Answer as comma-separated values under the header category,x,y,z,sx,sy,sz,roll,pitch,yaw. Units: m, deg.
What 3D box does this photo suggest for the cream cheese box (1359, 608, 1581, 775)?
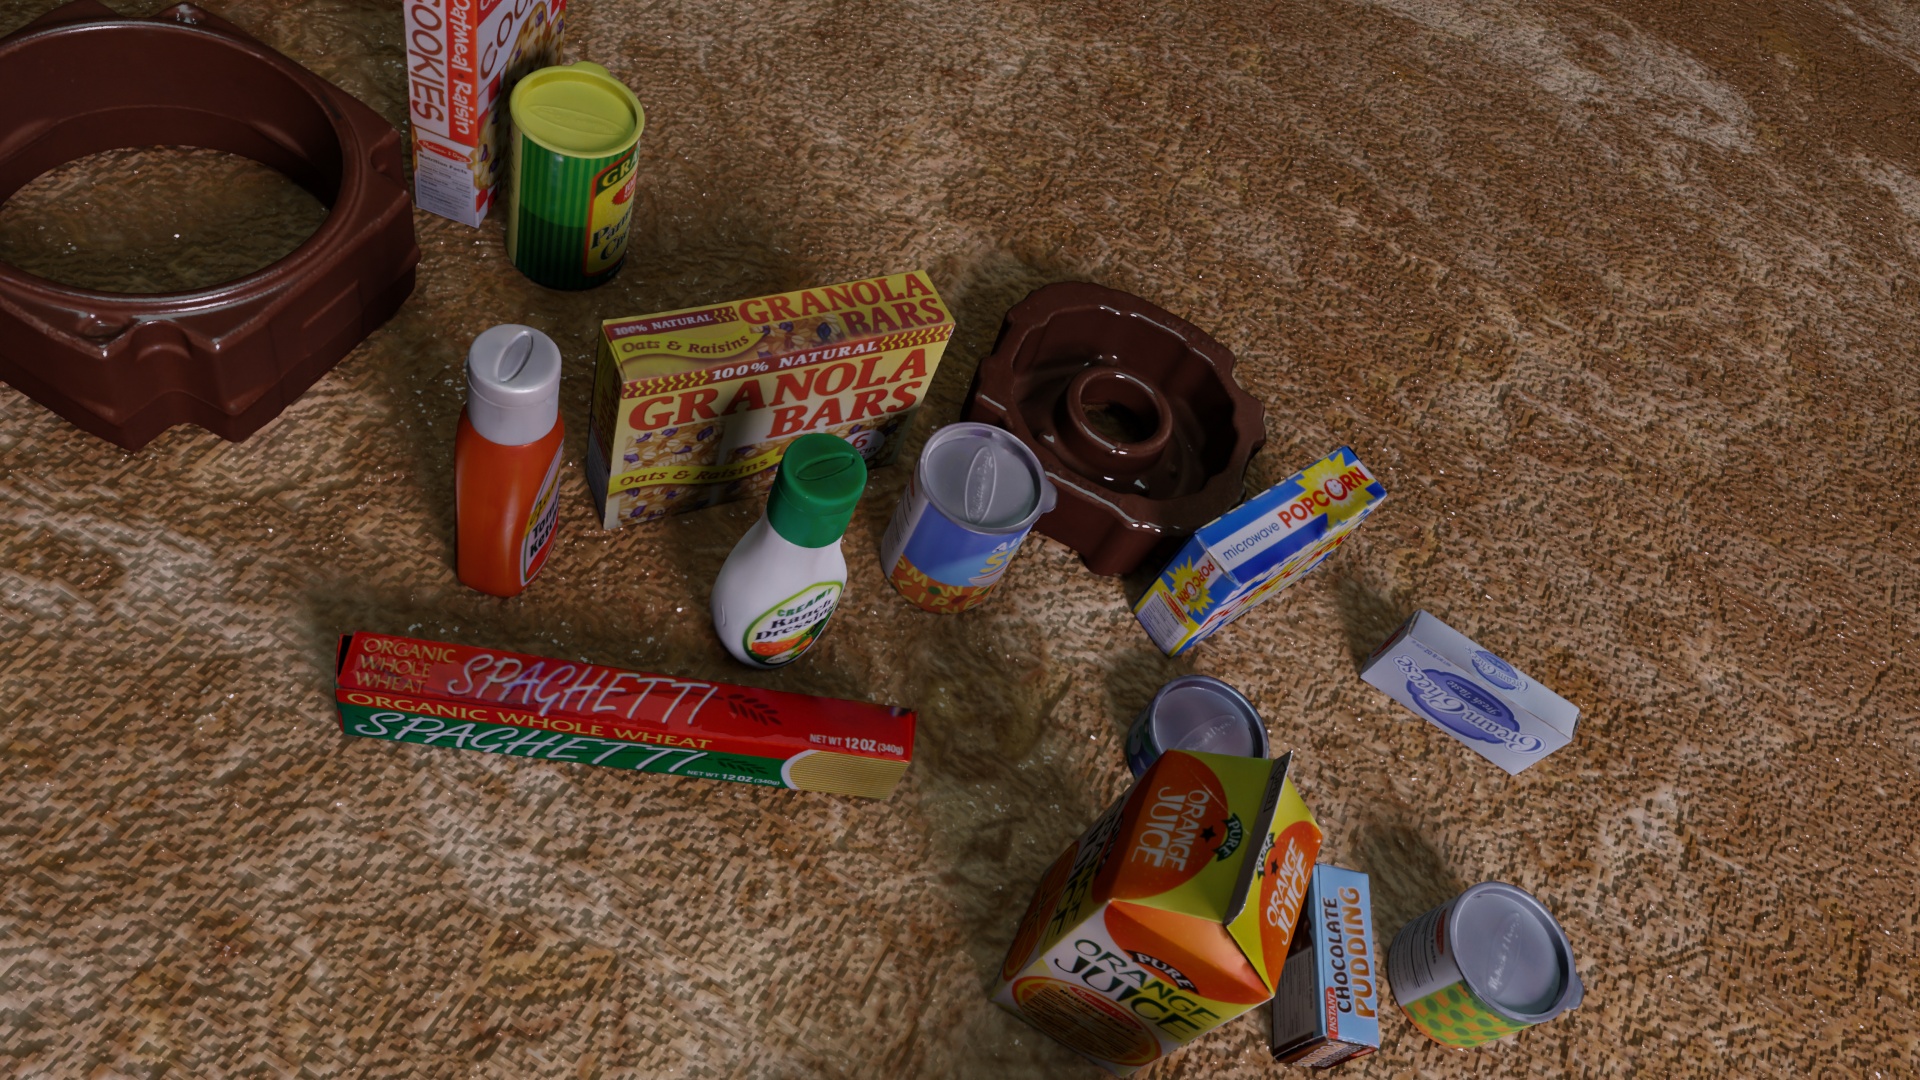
category,x,y,z,sx,sy,sz,roll,pitch,yaw
cream cheese box,0.279,0.084,0.764,0.104,0.053,0.024,33,54,3

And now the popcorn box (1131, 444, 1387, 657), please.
category,x,y,z,sx,sy,sz,roll,pitch,yaw
popcorn box,0.162,0.006,0.754,0.127,0.084,0.038,-27,70,-31

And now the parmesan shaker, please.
category,x,y,z,sx,sy,sz,roll,pitch,yaw
parmesan shaker,-0.208,-0.194,0.746,0.071,0.102,0.071,9,56,-14

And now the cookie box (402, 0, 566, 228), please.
category,x,y,z,sx,sy,sz,roll,pitch,yaw
cookie box,-0.249,-0.270,0.741,0.040,0.166,0.123,20,54,-6

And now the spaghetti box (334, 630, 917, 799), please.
category,x,y,z,sx,sy,sz,roll,pitch,yaw
spaghetti box,-0.147,0.080,0.621,0.250,0.050,0.029,9,56,-13

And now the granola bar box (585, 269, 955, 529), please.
category,x,y,z,sx,sy,sz,roll,pitch,yaw
granola bar box,-0.098,-0.070,0.691,0.166,0.123,0.039,-15,64,-27

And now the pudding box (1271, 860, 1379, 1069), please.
category,x,y,z,sx,sy,sz,roll,pitch,yaw
pudding box,0.170,0.199,0.653,0.030,0.049,0.084,14,55,-10

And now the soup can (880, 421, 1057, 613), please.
category,x,y,z,sx,sy,sz,roll,pitch,yaw
soup can,0.003,-0.009,0.710,0.071,0.083,0.072,9,56,-14

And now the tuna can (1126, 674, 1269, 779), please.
category,x,y,z,sx,sy,sz,roll,pitch,yaw
tuna can,0.122,0.107,0.707,0.071,0.032,0.071,9,56,-13

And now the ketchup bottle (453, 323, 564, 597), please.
category,x,y,z,sx,sy,sz,roll,pitch,yaw
ketchup bottle,-0.201,-0.036,0.617,0.043,0.148,0.065,18,54,-7

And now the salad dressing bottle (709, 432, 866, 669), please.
category,x,y,z,sx,sy,sz,roll,pitch,yaw
salad dressing bottle,-0.077,0.007,0.633,0.064,0.147,0.044,-21,67,-29

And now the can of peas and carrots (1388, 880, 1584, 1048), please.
category,x,y,z,sx,sy,sz,roll,pitch,yaw
can of peas and carrots,0.253,0.207,0.671,0.071,0.058,0.071,9,56,-13

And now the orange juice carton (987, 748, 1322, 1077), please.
category,x,y,z,sx,sy,sz,roll,pitch,yaw
orange juice carton,0.082,0.151,0.567,0.073,0.191,0.072,30,54,1
